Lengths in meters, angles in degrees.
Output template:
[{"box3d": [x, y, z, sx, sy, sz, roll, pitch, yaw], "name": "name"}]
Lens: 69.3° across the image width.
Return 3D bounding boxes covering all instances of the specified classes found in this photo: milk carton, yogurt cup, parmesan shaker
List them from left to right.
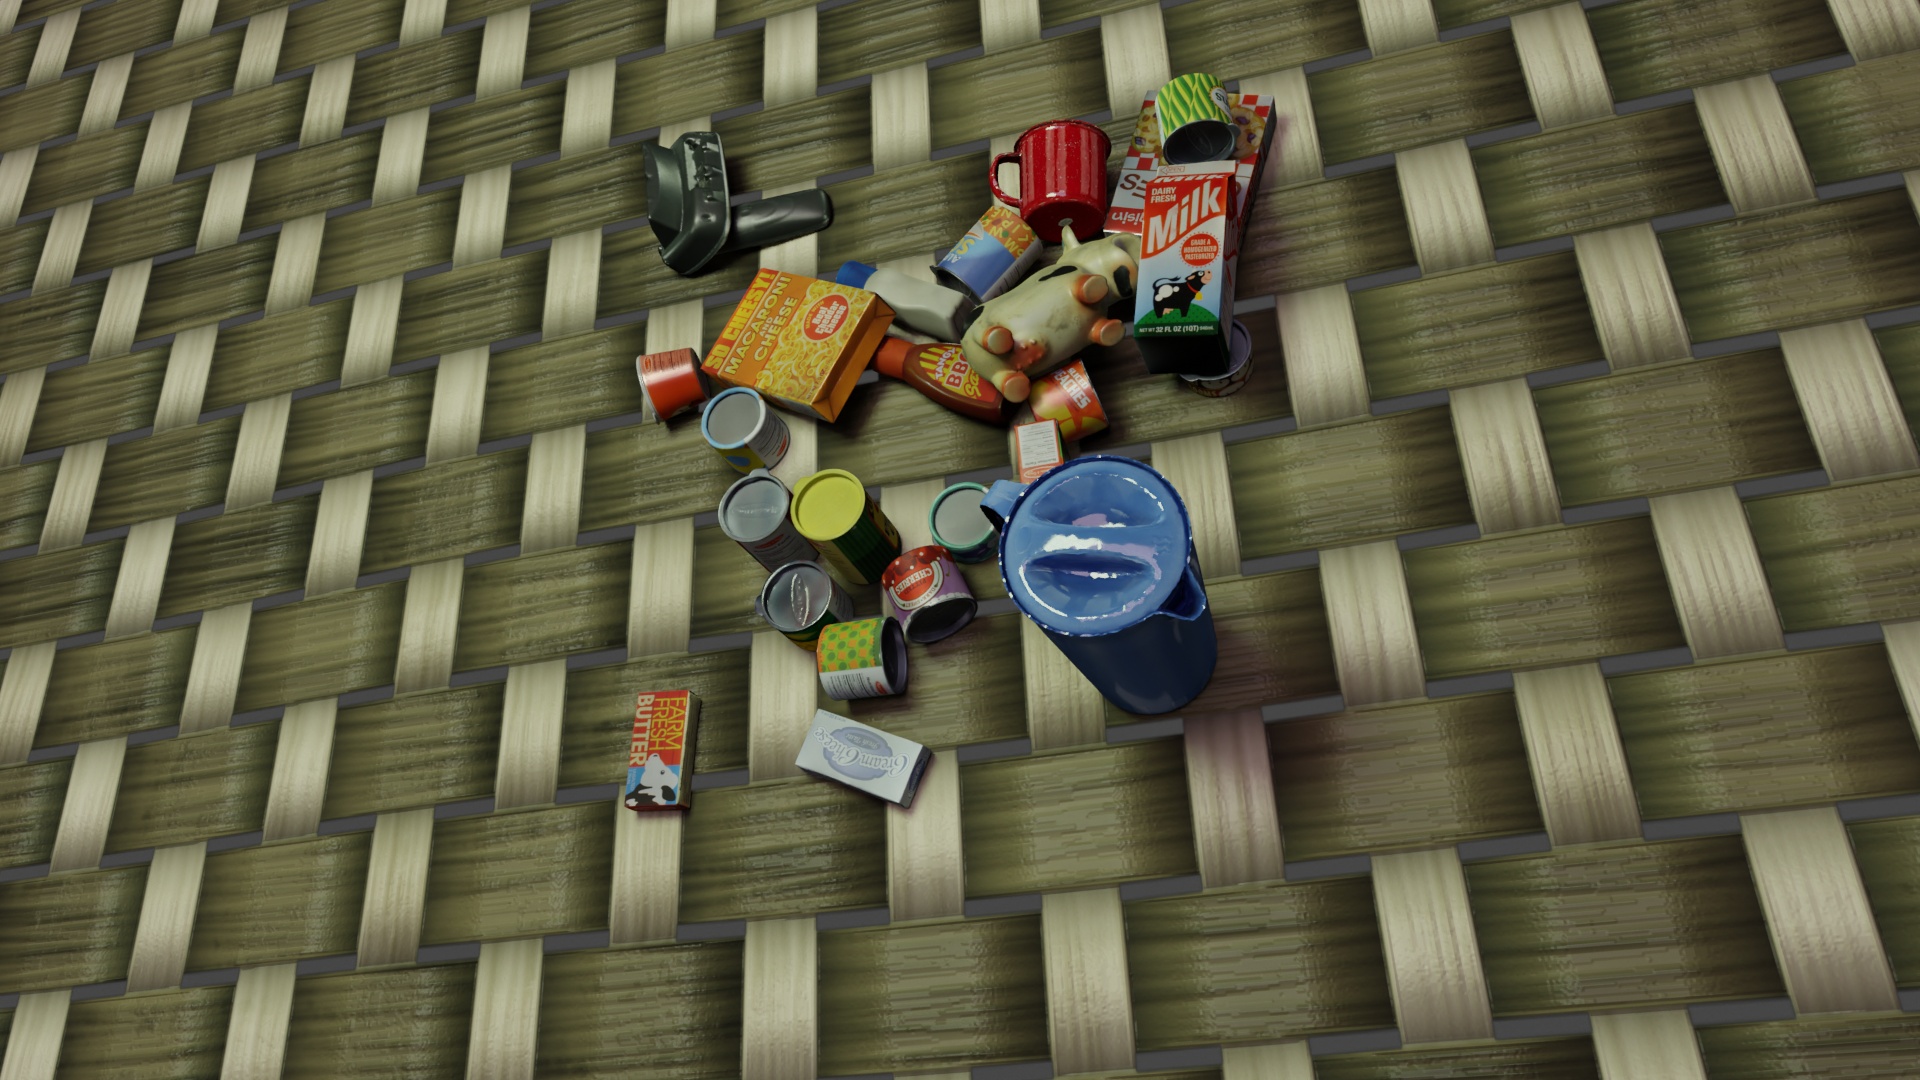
[{"box3d": [-0.279, -0.155, 1.356, 0.054, 0.072, 0.072, -17, 62, 1], "name": "yogurt cup"}, {"box3d": [-0.099, -0.012, 1.209, 0.071, 0.102, 0.071, -7, 65, 15], "name": "parmesan shaker"}, {"box3d": [0.196, -0.244, 1.193, 0.072, 0.073, 0.191, 1, 70, 19], "name": "milk carton"}]

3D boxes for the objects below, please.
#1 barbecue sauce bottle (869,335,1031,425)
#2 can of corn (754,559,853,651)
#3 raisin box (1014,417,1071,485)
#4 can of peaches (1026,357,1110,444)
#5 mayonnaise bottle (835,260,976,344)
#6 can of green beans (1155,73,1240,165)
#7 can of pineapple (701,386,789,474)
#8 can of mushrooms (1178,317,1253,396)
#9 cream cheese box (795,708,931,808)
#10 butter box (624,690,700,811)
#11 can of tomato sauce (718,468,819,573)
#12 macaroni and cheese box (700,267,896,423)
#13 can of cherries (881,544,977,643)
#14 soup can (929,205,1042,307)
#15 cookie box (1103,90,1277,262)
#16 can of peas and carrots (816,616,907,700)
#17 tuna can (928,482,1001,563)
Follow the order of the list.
[{"box3d": [-0.013, -0.154, 1.280, 0.148, 0.043, 0.065, 19, 67, 25], "name": "barbecue sauce bottle"}, {"box3d": [-0.136, 0.058, 1.214, 0.071, 0.058, 0.071, -7, 65, 15], "name": "can of corn"}, {"box3d": [0.077, -0.028, 1.169, 0.040, 0.086, 0.124, -9, 64, 9], "name": "raisin box"}, {"box3d": [0.092, -0.119, 1.215, 0.058, 0.071, 0.071, -23, 62, 8], "name": "can of peaches"}, {"box3d": [-0.053, -0.229, 1.318, 0.148, 0.064, 0.041, 26, 78, 30], "name": "mayonnaise bottle"}, {"box3d": [0.211, -0.376, 1.250, 0.071, 0.071, 0.058, -11, 62, 13], "name": "can of green beans"}, {"box3d": [-0.204, -0.104, 1.310, 0.071, 0.057, 0.071, -7, 65, 15], "name": "can of pineapple"}, {"box3d": [0.220, -0.160, 1.213, 0.071, 0.033, 0.071, -7, 65, 14], "name": "can of mushrooms"}, {"box3d": [-0.081, 0.182, 1.159, 0.104, 0.024, 0.053, 15, 73, 24], "name": "cream cheese box"}, {"box3d": [-0.260, 0.184, 1.216, 0.053, 0.024, 0.104, -5, 65, 15], "name": "butter box"}, {"box3d": [-0.169, -0.015, 1.244, 0.071, 0.083, 0.071, -7, 65, 15], "name": "can of tomato sauce"}, {"box3d": [-0.156, -0.188, 1.321, 0.166, 0.040, 0.124, 20, 76, 40], "name": "macaroni and cheese box"}, {"box3d": [-0.028, 0.045, 1.178, 0.071, 0.071, 0.058, -29, 61, 4], "name": "can of cherries"}, {"box3d": [0.025, -0.264, 1.304, 0.071, 0.071, 0.084, 37, 81, 28], "name": "soup can"}, {"box3d": [0.215, -0.339, 1.294, 0.123, 0.040, 0.168, 10, 69, 22], "name": "cookie box"}, {"box3d": [-0.082, 0.098, 1.175, 0.059, 0.070, 0.071, -8, 64, 15], "name": "can of peas and carrots"}, {"box3d": [0.004, -0.015, 1.217, 0.071, 0.032, 0.071, -7, 64, 14], "name": "tuna can"}]
